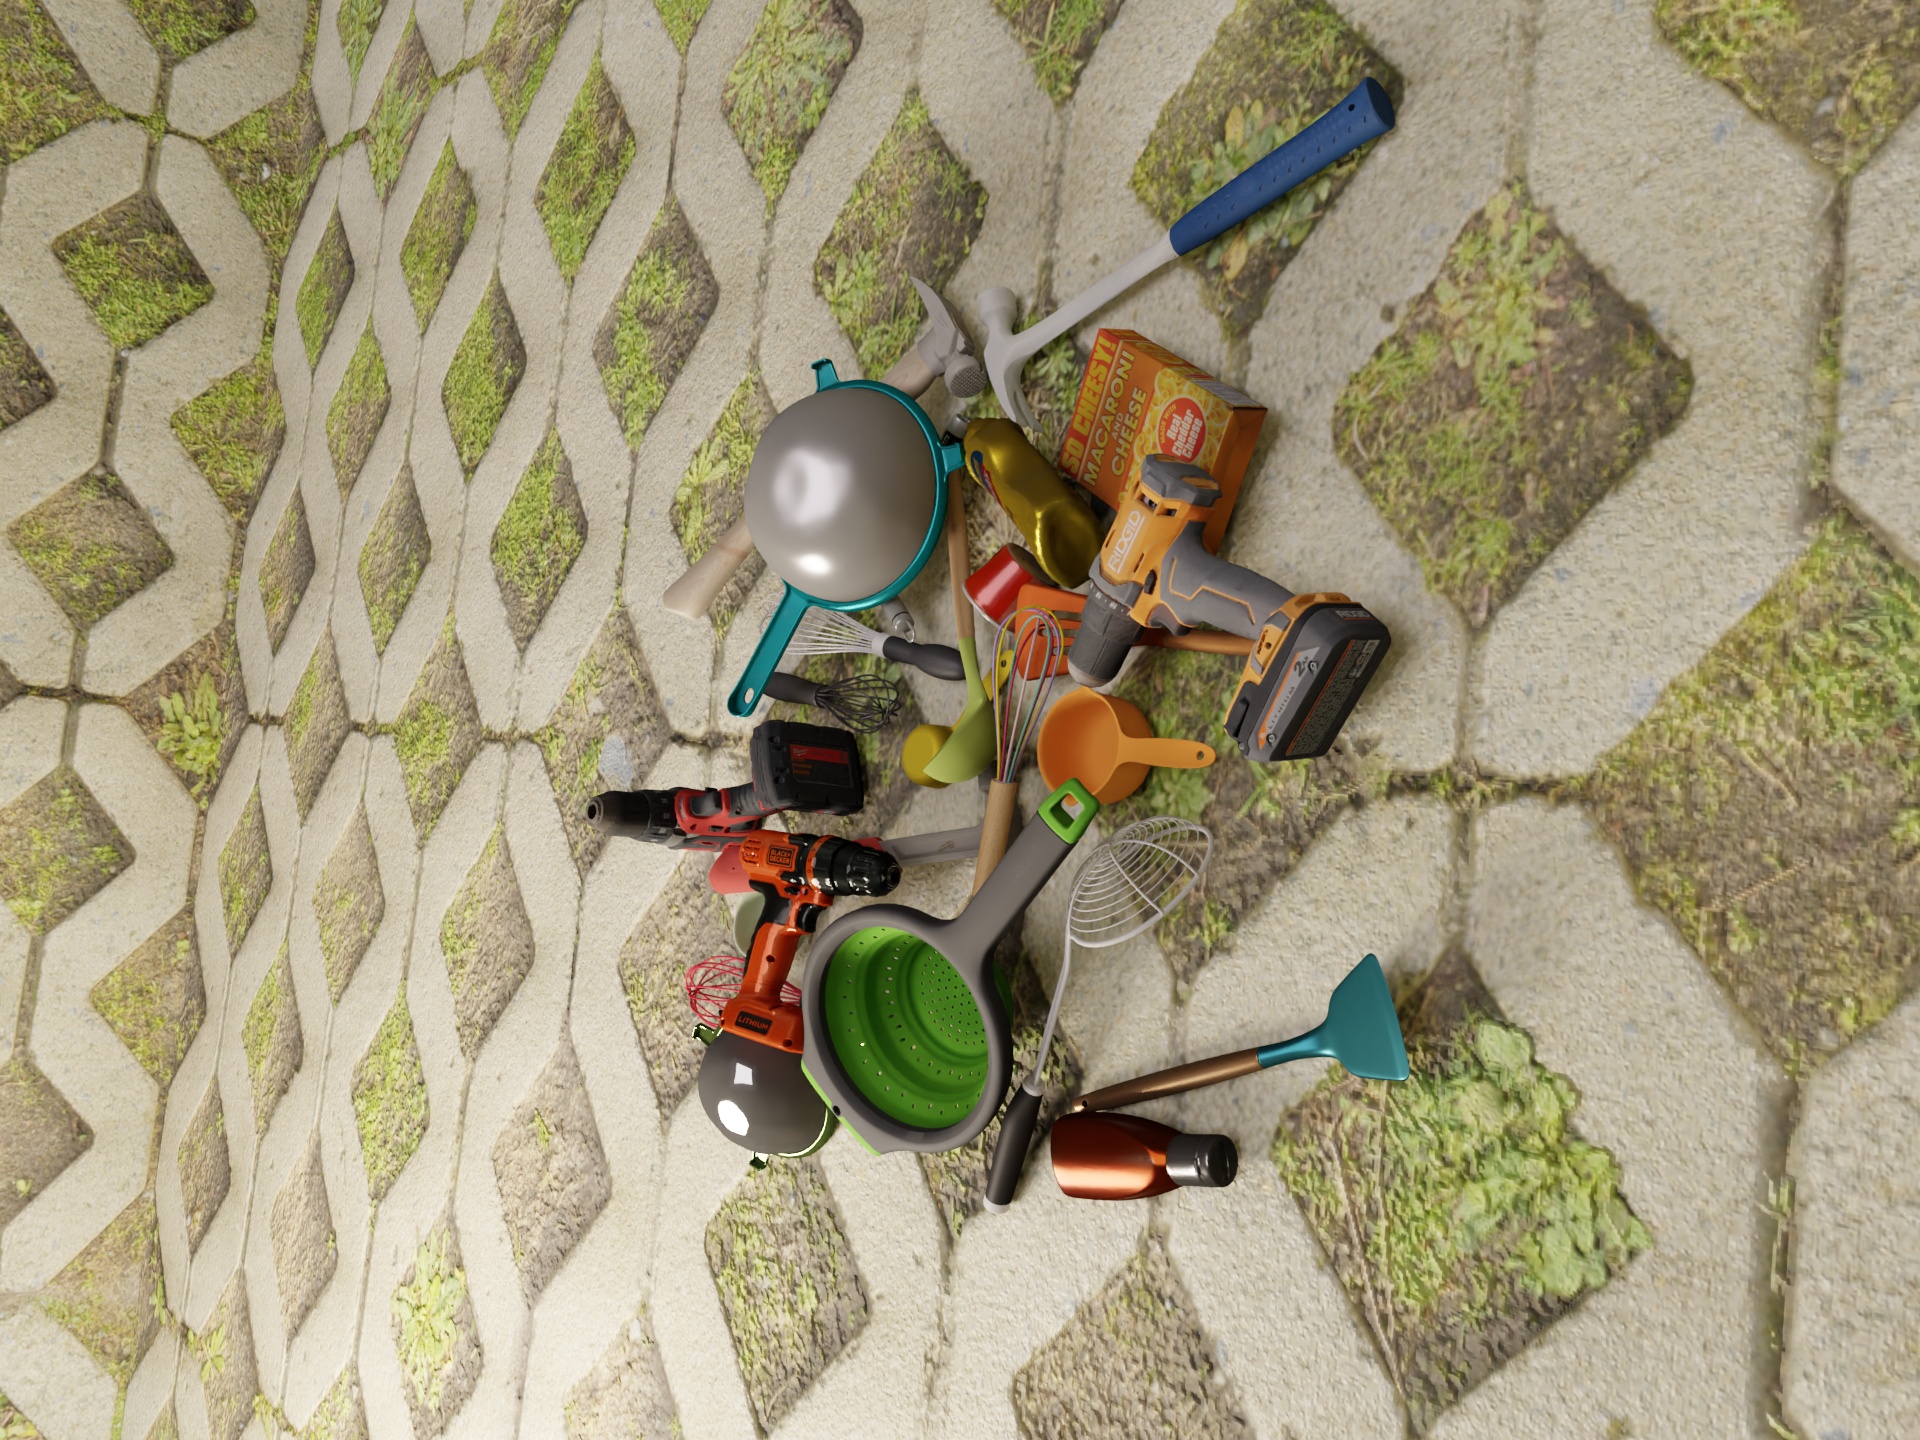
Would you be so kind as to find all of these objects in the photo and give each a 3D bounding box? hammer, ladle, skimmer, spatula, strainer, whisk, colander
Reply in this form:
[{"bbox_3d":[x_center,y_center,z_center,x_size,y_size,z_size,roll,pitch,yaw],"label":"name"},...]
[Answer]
[{"bbox_3d":[-0.147,-0.244,1.521,0.410,0.038,0.146,-40,52,23],"label":"hammer"},{"bbox_3d":[-0.092,0.134,1.426,0.359,0.036,0.149,-12,74,38],"label":"hammer"},{"bbox_3d":[-0.008,-0.093,1.370,0.078,0.062,0.320,133,139,-52],"label":"ladle"},{"bbox_3d":[0.100,0.236,1.220,0.127,0.090,0.363,-84,8,-68],"label":"skimmer"},{"bbox_3d":[0.170,-0.060,1.204,0.323,0.041,0.081,8,99,46],"label":"spatula"},{"bbox_3d":[0.166,-0.372,1.272,0.405,0.035,0.144,-25,64,42],"label":"hammer"},{"bbox_3d":[-0.092,-0.155,1.492,0.086,0.050,0.259,-58,43,28],"label":"strainer"},{"bbox_3d":[0.043,0.028,1.276,0.051,0.047,0.245,19,103,46],"label":"whisk"},{"bbox_3d":[-0.152,0.326,1.426,0.256,0.069,0.151,-25,89,37],"label":"strainer"},{"bbox_3d":[-0.132,-0.026,1.523,0.239,0.055,0.055,12,91,52],"label":"whisk"},{"bbox_3d":[0.014,0.182,1.255,0.205,0.094,0.397,46,124,19],"label":"colander"},{"bbox_3d":[-0.151,-0.151,1.427,0.211,0.095,0.340,37,107,27],"label":"strainer"},{"bbox_3d":[-0.091,-0.077,1.483,0.285,0.070,0.070,17,95,42],"label":"whisk"},{"bbox_3d":[0.187,0.243,1.127,0.317,0.044,0.082,-29,66,42],"label":"spatula"},{"bbox_3d":[-0.156,0.262,1.488,0.296,0.073,0.073,-2,81,40],"label":"whisk"}]

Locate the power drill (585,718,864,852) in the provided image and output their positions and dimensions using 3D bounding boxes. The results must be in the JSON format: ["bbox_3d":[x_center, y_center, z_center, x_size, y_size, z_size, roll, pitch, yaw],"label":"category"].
[{"bbox_3d":[-0.223,0.071,1.502,0.226,0.187,0.080,-23,69,39],"label":"power drill"}]

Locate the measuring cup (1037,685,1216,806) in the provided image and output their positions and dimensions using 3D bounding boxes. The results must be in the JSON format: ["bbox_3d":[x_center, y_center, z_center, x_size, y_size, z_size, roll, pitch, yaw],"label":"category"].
[{"bbox_3d":[0.138,0.024,1.217,0.174,0.052,0.095,4,86,46],"label":"measuring cup"}]

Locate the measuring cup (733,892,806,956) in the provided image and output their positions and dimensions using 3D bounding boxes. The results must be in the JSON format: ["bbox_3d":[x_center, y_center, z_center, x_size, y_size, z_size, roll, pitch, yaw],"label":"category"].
[{"bbox_3d":[-0.144,0.173,1.510,0.167,0.038,0.083,-33,53,23],"label":"measuring cup"}]

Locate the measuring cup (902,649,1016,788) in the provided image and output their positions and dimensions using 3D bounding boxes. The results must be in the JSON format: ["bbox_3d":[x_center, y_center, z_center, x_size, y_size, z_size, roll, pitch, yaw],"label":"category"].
[{"bbox_3d":[-0.002,-0.004,1.387,0.156,0.029,0.062,-54,48,28],"label":"measuring cup"}]

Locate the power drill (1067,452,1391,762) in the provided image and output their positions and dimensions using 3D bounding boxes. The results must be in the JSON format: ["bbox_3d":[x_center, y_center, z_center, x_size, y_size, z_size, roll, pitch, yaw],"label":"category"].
[{"bbox_3d":[0.174,-0.059,1.137,0.226,0.084,0.185,46,124,35],"label":"power drill"}]
